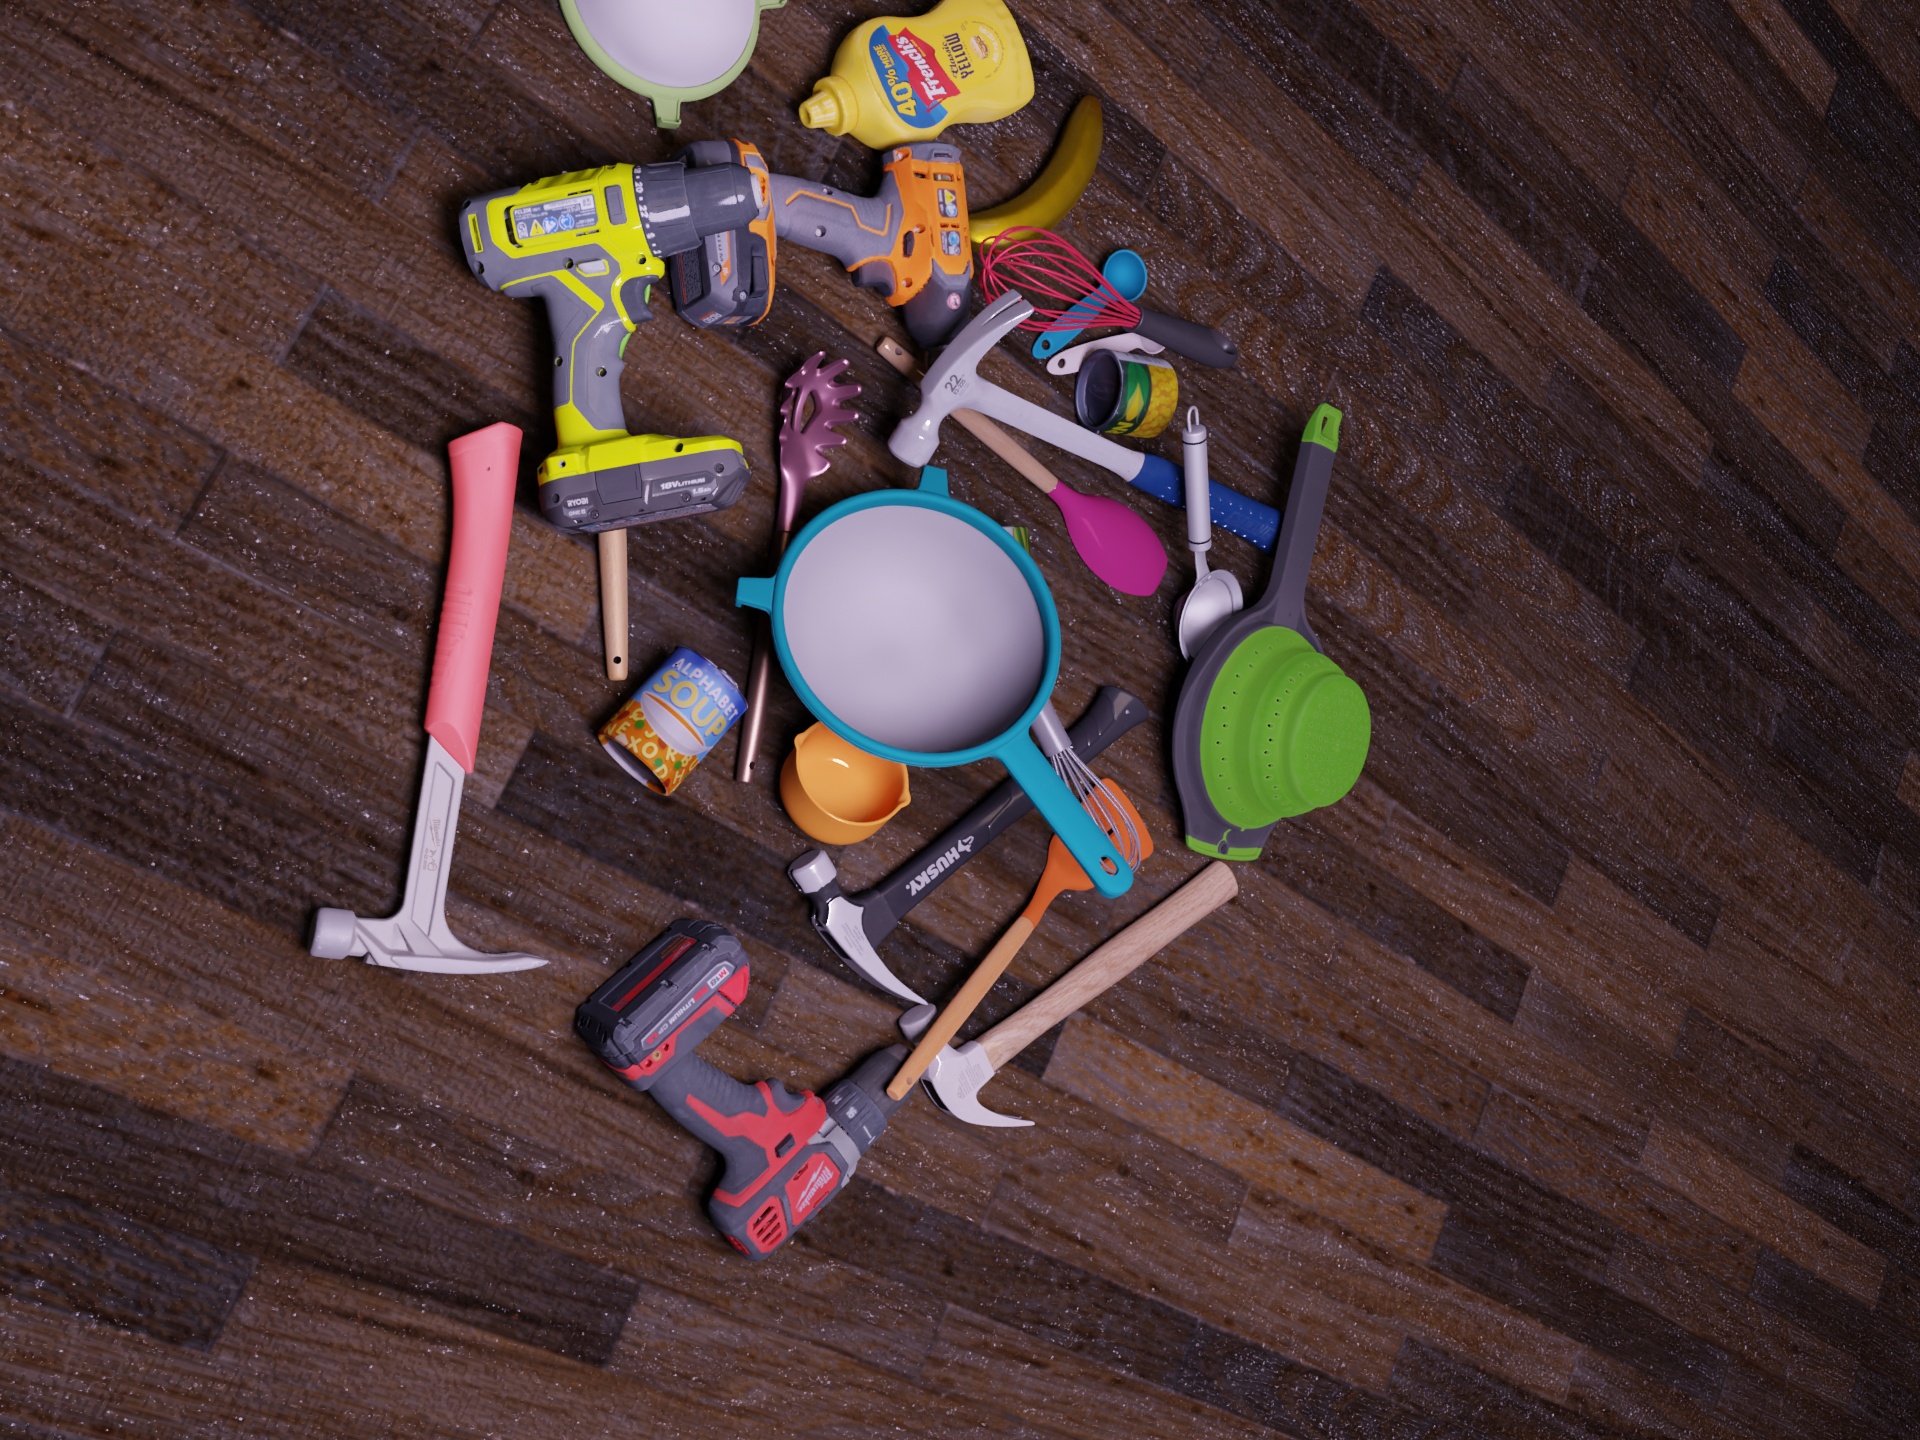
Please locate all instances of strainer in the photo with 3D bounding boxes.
[{"bbox_3d":[-0.232,-0.545,1.074,0.256,0.069,0.151,43,70,-25],"label":"strainer"},{"bbox_3d":[-0.002,-0.004,1.143,0.211,0.095,0.340,-36,85,-27],"label":"strainer"},{"bbox_3d":[0.196,-0.141,1.305,0.087,0.050,0.258,-37,134,-32],"label":"strainer"}]

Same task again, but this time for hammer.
[{"bbox_3d":[0.028,0.080,1.250,0.335,0.035,0.146,-38,108,-25],"label":"hammer"},{"bbox_3d":[0.135,-0.210,1.266,0.405,0.035,0.144,16,118,-39],"label":"hammer"},{"bbox_3d":[0.105,0.213,1.298,0.331,0.031,0.130,-31,105,-27],"label":"hammer"},{"bbox_3d":[-0.321,-0.016,1.043,0.149,0.037,0.359,10,85,-30],"label":"hammer"}]

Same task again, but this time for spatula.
[{"bbox_3d":[0.044,0.173,1.235,0.323,0.041,0.081,-48,113,-36],"label":"spatula"}]

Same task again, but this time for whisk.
[{"bbox_3d":[0.074,0.021,1.232,0.055,0.055,0.239,-33,101,-26],"label":"whisk"},{"bbox_3d":[0.124,-0.325,1.264,0.295,0.073,0.073,7,87,-42],"label":"whisk"}]

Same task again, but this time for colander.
[{"bbox_3d":[0.295,-0.069,1.333,0.204,0.094,0.397,12,90,-44],"label":"colander"}]

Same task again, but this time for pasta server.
[{"bbox_3d":[-0.128,-0.110,1.156,0.060,0.040,0.316,12,85,-41],"label":"pasta server"}]

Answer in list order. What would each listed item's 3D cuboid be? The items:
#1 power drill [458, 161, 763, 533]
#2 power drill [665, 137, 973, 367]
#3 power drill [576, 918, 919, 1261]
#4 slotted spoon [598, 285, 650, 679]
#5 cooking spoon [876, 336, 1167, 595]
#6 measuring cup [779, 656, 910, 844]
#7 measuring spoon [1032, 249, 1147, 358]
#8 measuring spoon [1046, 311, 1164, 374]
[{"bbox_3d":[-0.209,-0.247,1.037,0.190,0.080,0.228,-10,93,1],"label":"power drill"},{"bbox_3d":[-0.091,-0.334,1.148,0.226,0.084,0.164,-9,95,-30],"label":"power drill"},{"bbox_3d":[-0.140,0.246,1.129,0.188,0.080,0.226,-42,113,-24],"label":"power drill"},{"bbox_3d":[-0.244,-0.184,1.093,0.070,0.031,0.314,-3,94,-13],"label":"slotted spoon"},{"bbox_3d":[0.055,-0.203,1.274,0.318,0.017,0.069,36,71,-26],"label":"cooking spoon"},{"bbox_3d":[-0.077,0.016,1.185,0.095,0.052,0.174,29,49,-11],"label":"measuring cup"},{"bbox_3d":[0.101,-0.338,1.306,0.128,0.021,0.042,-43,113,-14],"label":"measuring spoon"},{"bbox_3d":[0.120,-0.310,1.317,0.124,0.018,0.034,-23,120,-22],"label":"measuring spoon"}]
